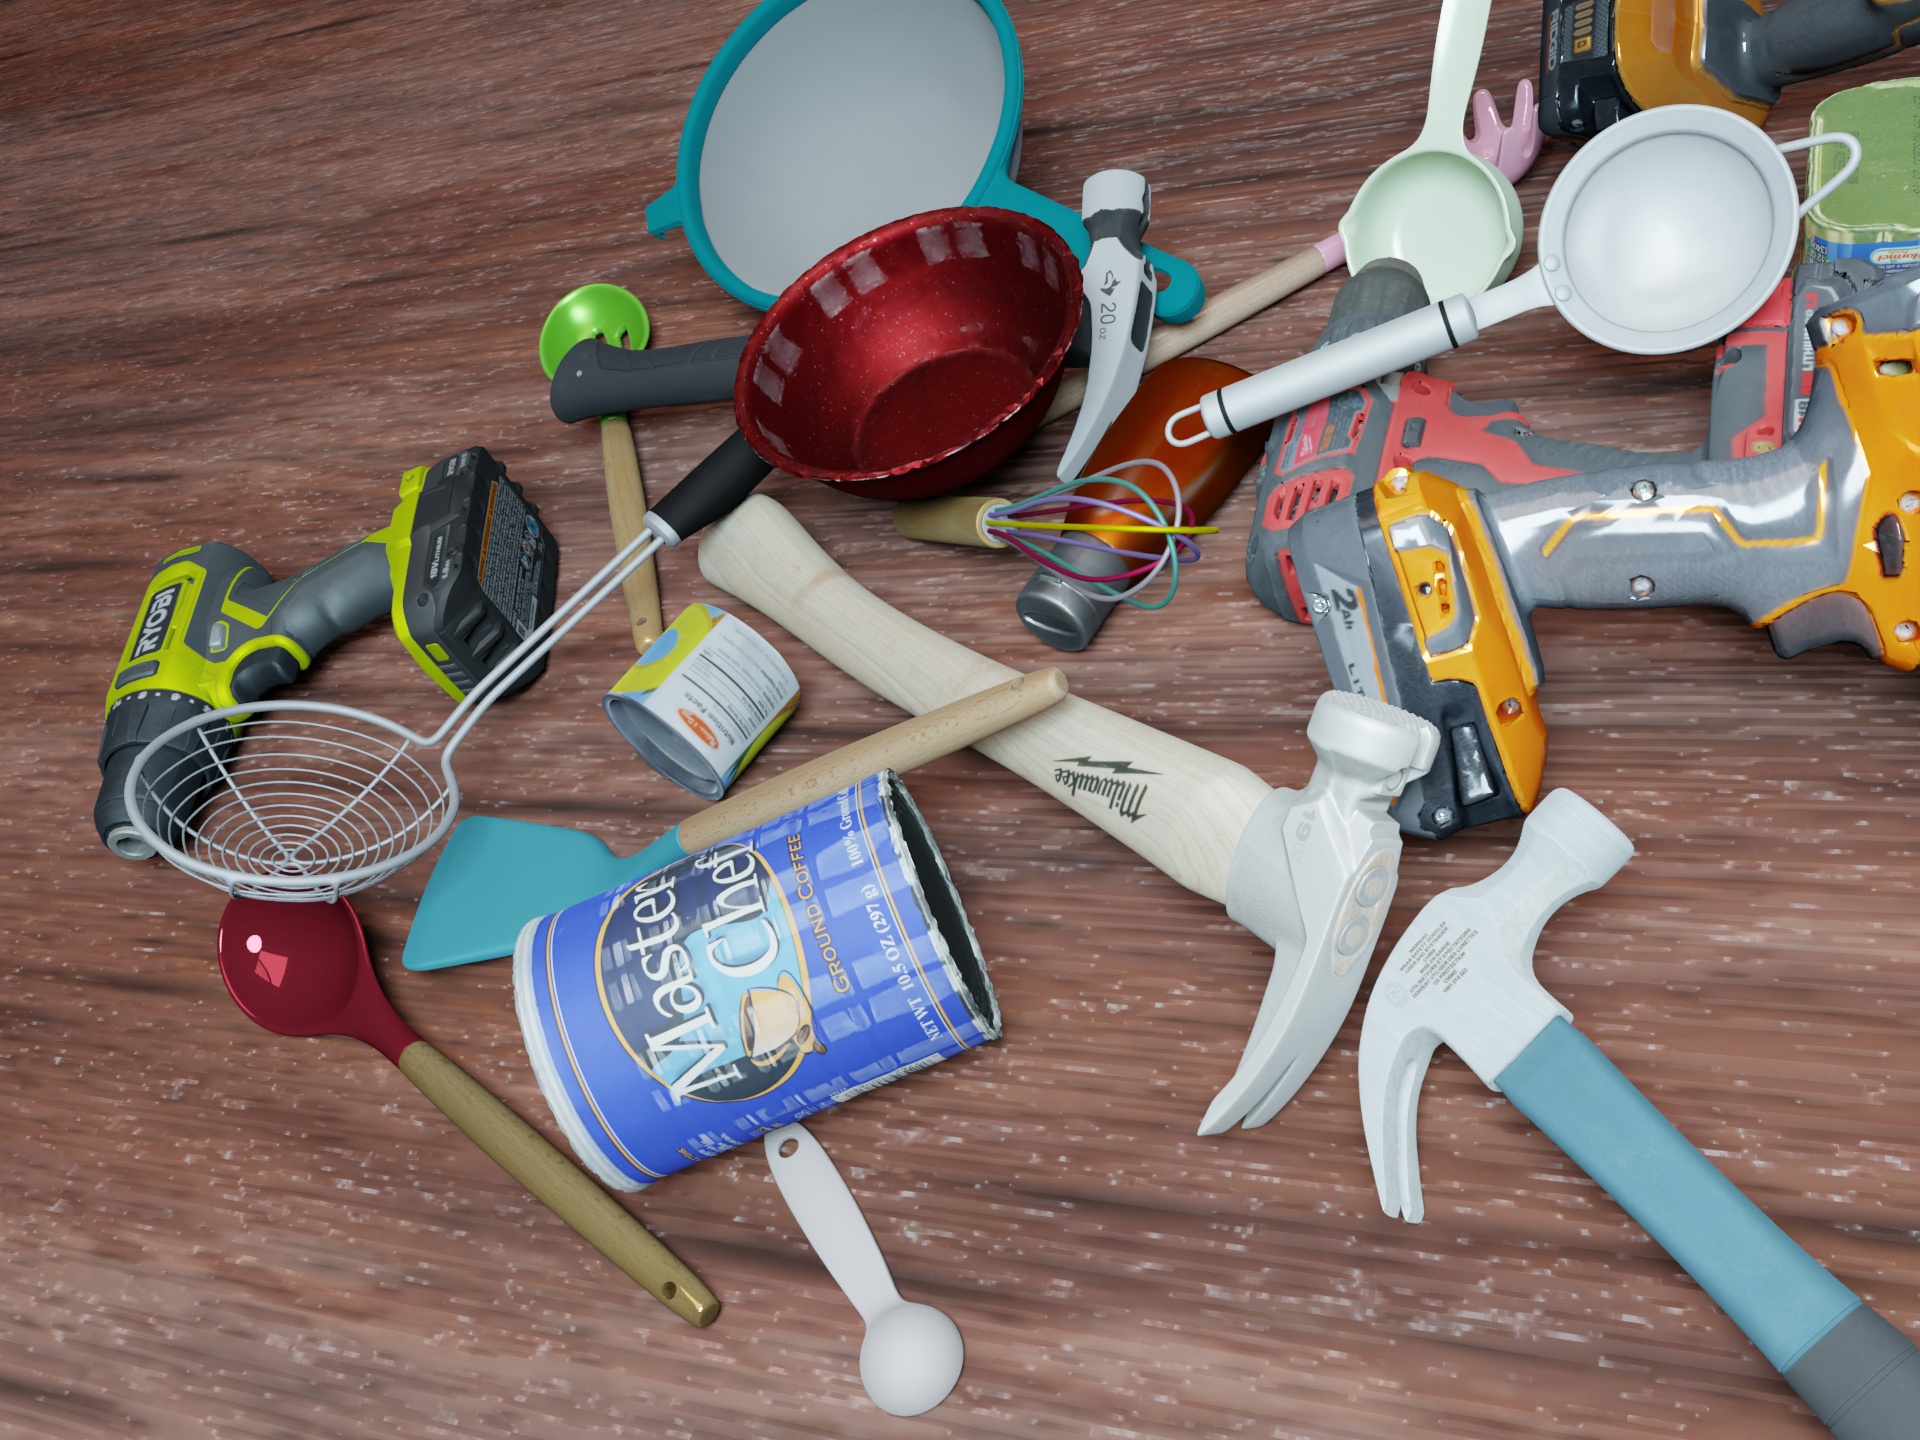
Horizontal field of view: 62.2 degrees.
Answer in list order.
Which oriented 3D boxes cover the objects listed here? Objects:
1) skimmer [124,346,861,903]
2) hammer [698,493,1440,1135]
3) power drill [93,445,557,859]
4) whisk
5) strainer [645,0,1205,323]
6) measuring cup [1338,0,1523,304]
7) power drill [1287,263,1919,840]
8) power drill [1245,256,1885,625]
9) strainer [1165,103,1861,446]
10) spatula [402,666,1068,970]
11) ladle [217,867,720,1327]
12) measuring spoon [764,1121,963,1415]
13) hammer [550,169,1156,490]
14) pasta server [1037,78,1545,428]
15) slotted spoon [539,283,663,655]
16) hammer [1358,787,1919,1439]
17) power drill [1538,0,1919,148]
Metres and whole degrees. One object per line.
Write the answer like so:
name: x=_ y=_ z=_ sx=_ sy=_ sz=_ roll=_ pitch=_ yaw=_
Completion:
skimmer: x=-0.186 y=-0.060 z=0.695 sx=0.363 sy=0.090 sz=0.127 roll=-45 pitch=58 yaw=-12
hammer: x=-0.001 y=-0.002 z=0.633 sx=0.411 sy=0.038 sz=0.146 roll=31 pitch=109 yaw=48
power drill: x=-0.327 y=-0.035 z=0.802 sx=0.228 sy=0.080 sz=0.191 roll=-19 pitch=46 yaw=11
whisk: x=0.029 y=-0.079 z=0.656 sx=0.047 sy=0.051 sz=0.245 roll=-32 pitch=20 yaw=-17
strainer: x=0.001 y=-0.276 z=0.856 sx=0.341 sy=0.095 sz=0.211 roll=34 pitch=95 yaw=27
measuring cup: x=0.223 y=-0.264 z=0.713 sx=0.083 sy=0.167 sz=0.038 roll=18 pitch=22 yaw=33
power drill: x=0.237 y=-0.034 z=0.506 sx=0.226 sy=0.164 sz=0.084 roll=-18 pitch=1 yaw=23
power drill: x=0.235 y=-0.122 z=0.631 sx=0.227 sy=0.080 sz=0.188 roll=2 pitch=54 yaw=29
strainer: x=0.197 y=-0.156 z=0.603 sx=0.258 sy=0.050 sz=0.087 roll=-18 pitch=86 yaw=23
spatula: x=-0.096 y=0.034 z=0.628 sx=0.317 sy=0.044 sz=0.082 roll=-23 pitch=39 yaw=31
ladle: x=-0.200 y=0.143 z=0.624 sx=0.316 sy=0.031 sz=0.069 roll=26 pitch=90 yaw=35
measuring spoon: x=-0.040 y=0.175 z=0.532 sx=0.034 sy=0.018 sz=0.124 roll=-35 pitch=46 yaw=-8
hammer: x=-0.066 y=-0.177 z=0.797 sx=0.335 sy=0.035 sz=0.146 roll=-1 pitch=81 yaw=25
pasta server: x=0.149 y=-0.220 z=0.780 sx=0.316 sy=0.040 sz=0.060 roll=-28 pitch=31 yaw=0
slotted spoon: x=-0.188 y=-0.143 z=0.869 sx=0.070 sy=0.031 sz=0.314 roll=-23 pitch=48 yaw=4
hammer: x=0.227 y=0.164 z=0.395 sx=0.128 sy=0.033 sz=0.331 roll=-48 pitch=51 yaw=9
power drill: x=0.342 y=-0.289 z=0.625 sx=0.226 sy=0.185 sz=0.084 roll=4 pitch=92 yaw=54
